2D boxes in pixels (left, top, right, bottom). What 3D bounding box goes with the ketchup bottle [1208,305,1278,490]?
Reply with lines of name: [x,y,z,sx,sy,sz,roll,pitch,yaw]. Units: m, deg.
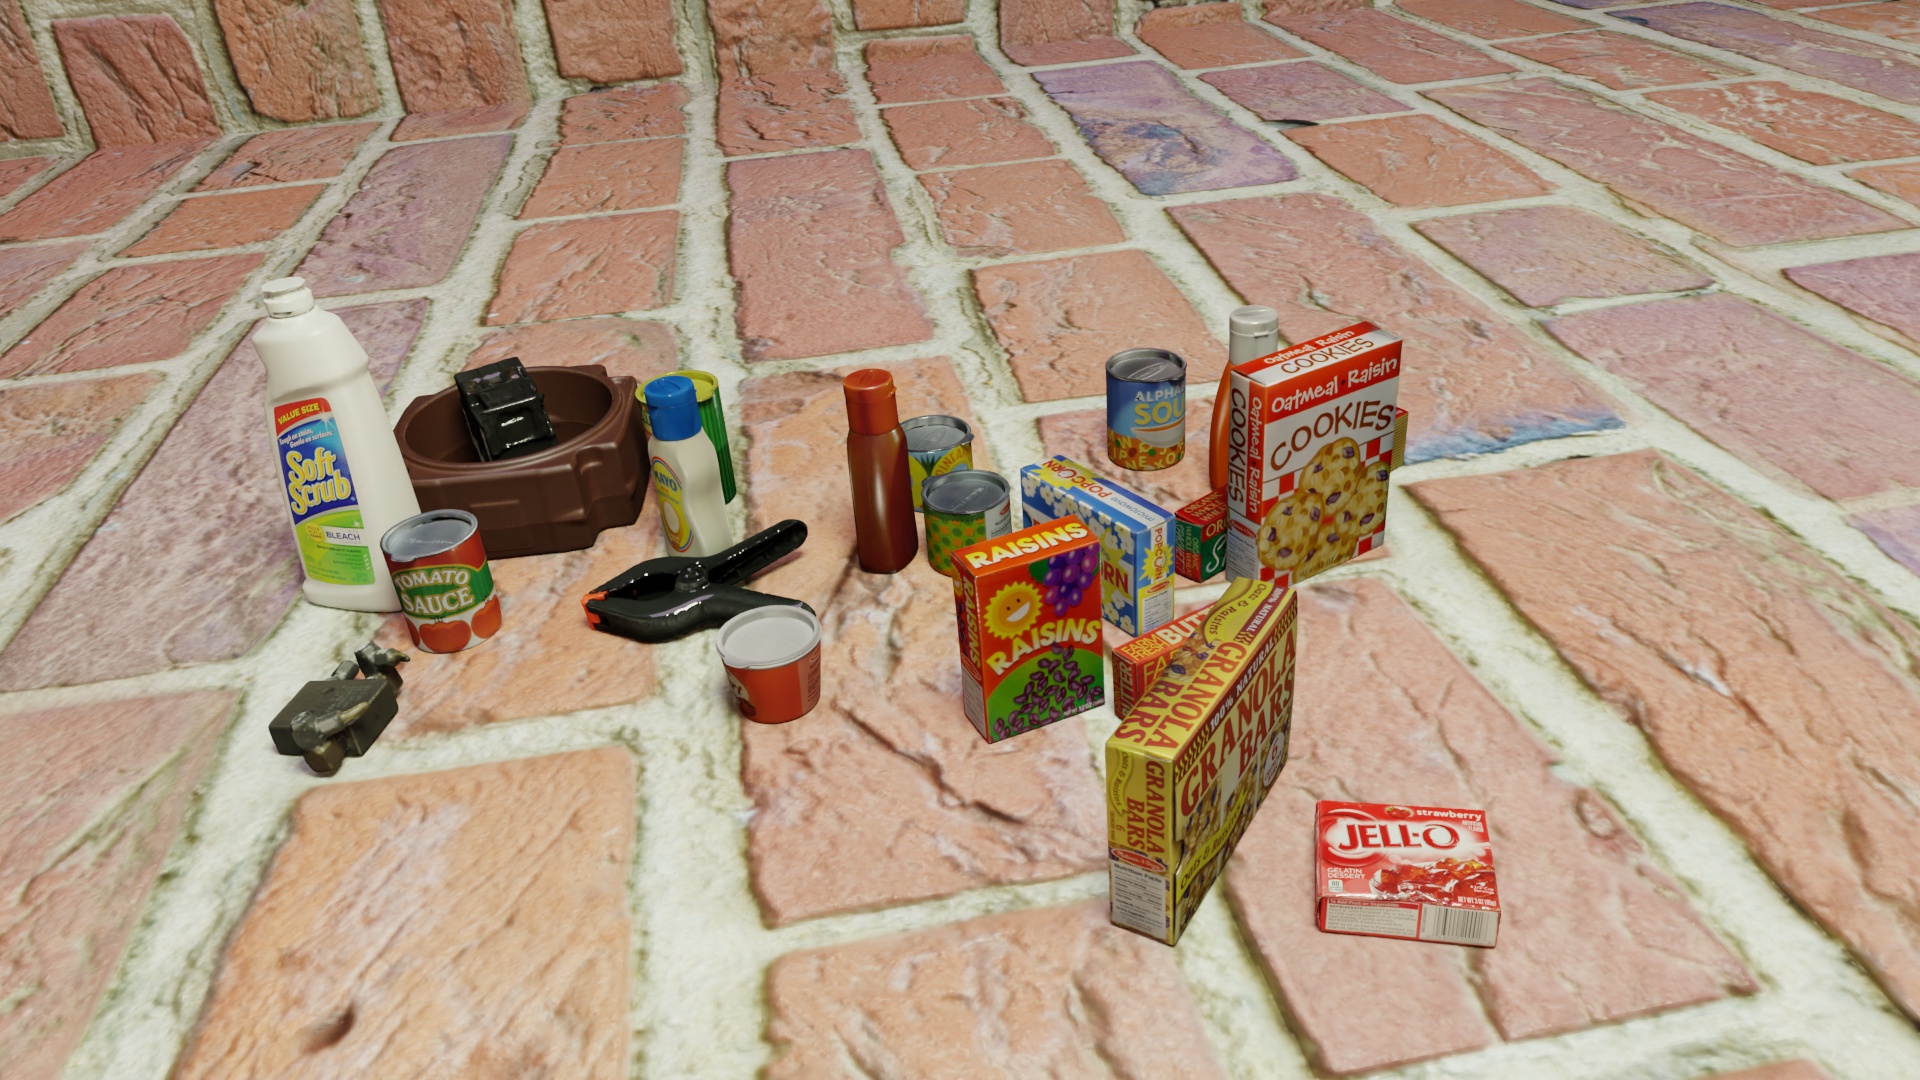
ketchup bottle: [0.226,-0.106,1.076,0.065,0.148,0.044,-8,30,-5]

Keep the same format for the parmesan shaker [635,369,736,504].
parmesan shaker: [-0.222,-0.079,1.140,0.071,0.102,0.071,-4,30,2]

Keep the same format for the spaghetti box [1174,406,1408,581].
spaghetti box: [0.255,-0.040,1.057,0.251,0.050,0.029,-26,36,-32]

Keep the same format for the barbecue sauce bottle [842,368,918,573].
barbecue sauce bottle: [-0.060,-0.053,1.028,0.044,0.147,0.065,3,31,13]

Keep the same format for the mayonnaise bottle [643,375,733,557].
mayonnaise bottle: [-0.207,-0.050,1.045,0.041,0.147,0.065,-28,37,-34]

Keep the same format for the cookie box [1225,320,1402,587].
cookie box: [0.244,-0.056,0.971,0.123,0.166,0.040,-21,34,-24]

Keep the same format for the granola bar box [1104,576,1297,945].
granola bar box: [0.132,0.113,0.743,0.039,0.123,0.166,14,35,29]

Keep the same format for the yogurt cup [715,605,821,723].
yogurt cup: [-0.121,0.082,0.902,0.072,0.053,0.073,-4,30,2]

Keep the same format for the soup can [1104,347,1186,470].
soup can: [0.156,-0.108,1.153,0.071,0.083,0.072,-4,30,2]

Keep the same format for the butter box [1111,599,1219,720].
butter box: [0.143,0.075,0.876,0.104,0.052,0.024,-21,34,-25]

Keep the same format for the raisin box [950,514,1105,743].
raisin box: [0.043,0.054,0.857,0.086,0.122,0.040,-16,32,-18]

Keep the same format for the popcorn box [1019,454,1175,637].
popcorn box: [0.096,0.002,0.975,0.038,0.084,0.127,-23,35,-28]

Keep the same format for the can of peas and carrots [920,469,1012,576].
can of peas and carrots: [0.004,-0.013,1.039,0.071,0.058,0.071,-4,30,2]

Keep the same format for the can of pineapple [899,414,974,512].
can of pineapple: [-0.021,-0.062,1.126,0.071,0.057,0.071,-4,30,2]

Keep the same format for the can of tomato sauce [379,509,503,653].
can of tomato sauce: [-0.371,0.030,0.997,0.071,0.082,0.071,-4,30,2]
